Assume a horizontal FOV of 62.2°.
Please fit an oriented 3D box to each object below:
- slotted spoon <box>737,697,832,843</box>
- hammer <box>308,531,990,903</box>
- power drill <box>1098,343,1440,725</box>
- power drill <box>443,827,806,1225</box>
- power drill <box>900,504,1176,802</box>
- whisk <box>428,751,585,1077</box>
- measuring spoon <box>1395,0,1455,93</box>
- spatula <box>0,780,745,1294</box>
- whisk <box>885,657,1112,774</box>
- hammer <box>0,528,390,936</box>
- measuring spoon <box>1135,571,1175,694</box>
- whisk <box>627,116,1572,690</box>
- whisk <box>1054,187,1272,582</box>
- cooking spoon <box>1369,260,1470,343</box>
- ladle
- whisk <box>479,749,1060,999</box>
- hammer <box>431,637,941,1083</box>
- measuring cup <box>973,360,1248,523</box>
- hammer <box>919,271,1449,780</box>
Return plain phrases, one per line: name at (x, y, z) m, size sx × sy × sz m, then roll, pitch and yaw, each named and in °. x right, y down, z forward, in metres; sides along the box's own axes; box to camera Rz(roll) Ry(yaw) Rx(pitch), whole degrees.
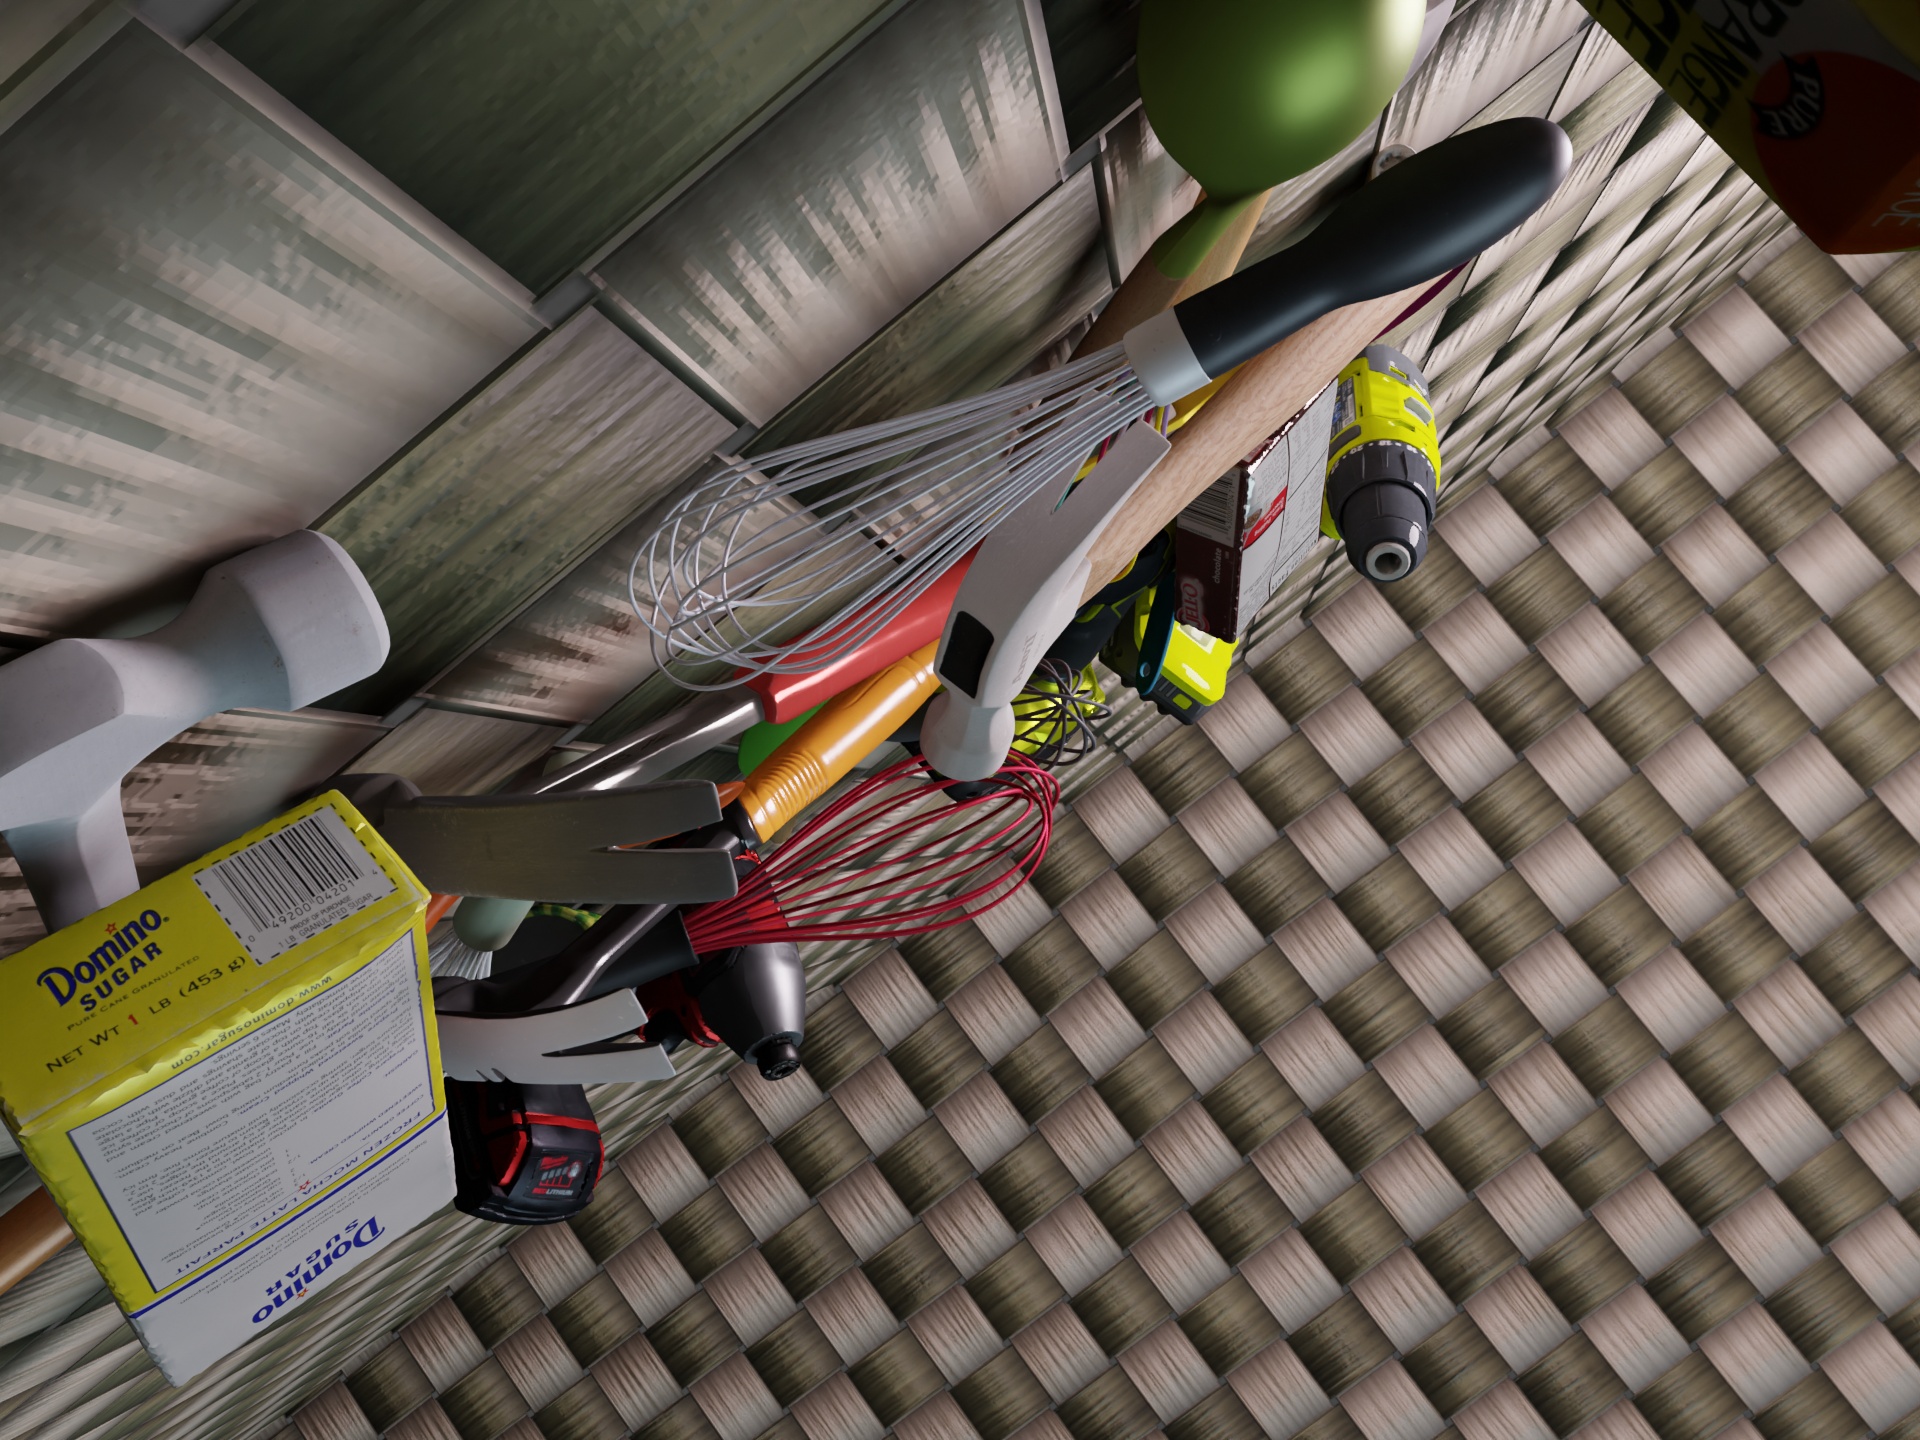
slotted spoon at (-0.092, 0.033, 0.865) m, size 0.070 × 0.031 × 0.313 m, roll -40°, pitch 174°, yaw -16°
hammer at (-0.045, -0.020, 0.568) m, size 0.149 × 0.036 × 0.359 m, roll -2°, pitch -163°, yaw 30°
power drill at (0.186, -0.099, 0.938) m, size 0.228 × 0.080 × 0.191 m, roll -41°, pitch -158°, yaw 36°
power drill at (-0.175, 0.168, 0.840) m, size 0.219 × 0.143 × 0.078 m, roll -39°, pitch 147°, yaw 15°
power drill at (0.053, -0.053, 0.852) m, size 0.171 × 0.080 × 0.223 m, roll -32°, pitch 166°, yaw -42°
whisk at (-0.201, 0.088, 0.657) m, size 0.246 × 0.059 × 0.058 m, roll -49°, pitch -157°, yaw 39°
measuring spoon at (0.144, -0.225, 0.511) m, size 0.034 × 0.018 × 0.124 m, roll -38°, pitch 179°, yaw 4°
spatula at (-0.204, 0.106, 0.484) m, size 0.322 × 0.041 × 0.081 m, roll -40°, pitch -177°, yaw -25°
whisk at (0.000, -0.003, 0.773) m, size 0.055 × 0.055 × 0.239 m, roll -35°, pitch -166°, yaw -22°
hammer at (-0.246, 0.085, 0.456) m, size 0.144 × 0.035 × 0.405 m, roll -33°, pitch 171°, yaw -32°
measuring spoon at (0.114, -0.079, 0.917) m, size 0.021 × 0.128 × 0.042 m, roll 13°, pitch -179°, yaw -37°
whisk at (0.028, -0.083, 0.434) m, size 0.284 × 0.070 × 0.070 m, roll -26°, pitch 176°, yaw 19°
whisk at (0.074, -0.125, 0.595) m, size 0.051 × 0.047 × 0.244 m, roll -9°, pitch 155°, yaw -17°
cooking spoon at (0.176, -0.173, 0.827) m, size 0.069 × 0.017 × 0.319 m, roll -25°, pitch 172°, yaw -21°
ladle at (0.051, -0.143, 0.498) m, size 0.078 × 0.062 × 0.320 m, roll -34°, pitch 178°, yaw -16°
whisk at (-0.093, 0.082, 0.655) m, size 0.296 × 0.073 × 0.073 m, roll -21°, pitch 169°, yaw -9°
hammer at (-0.067, 0.025, 0.636) m, size 0.127 × 0.034 × 0.337 m, roll -8°, pitch -155°, yaw 38°
measuring cup at (0.070, -0.132, 0.690) m, size 0.156 × 0.029 × 0.062 m, roll -27°, pitch 177°, yaw 8°
hammer at (0.104, -0.114, 0.574) m, size 0.331 × 0.031 × 0.130 m, roll -43°, pitch 163°, yaw -32°
